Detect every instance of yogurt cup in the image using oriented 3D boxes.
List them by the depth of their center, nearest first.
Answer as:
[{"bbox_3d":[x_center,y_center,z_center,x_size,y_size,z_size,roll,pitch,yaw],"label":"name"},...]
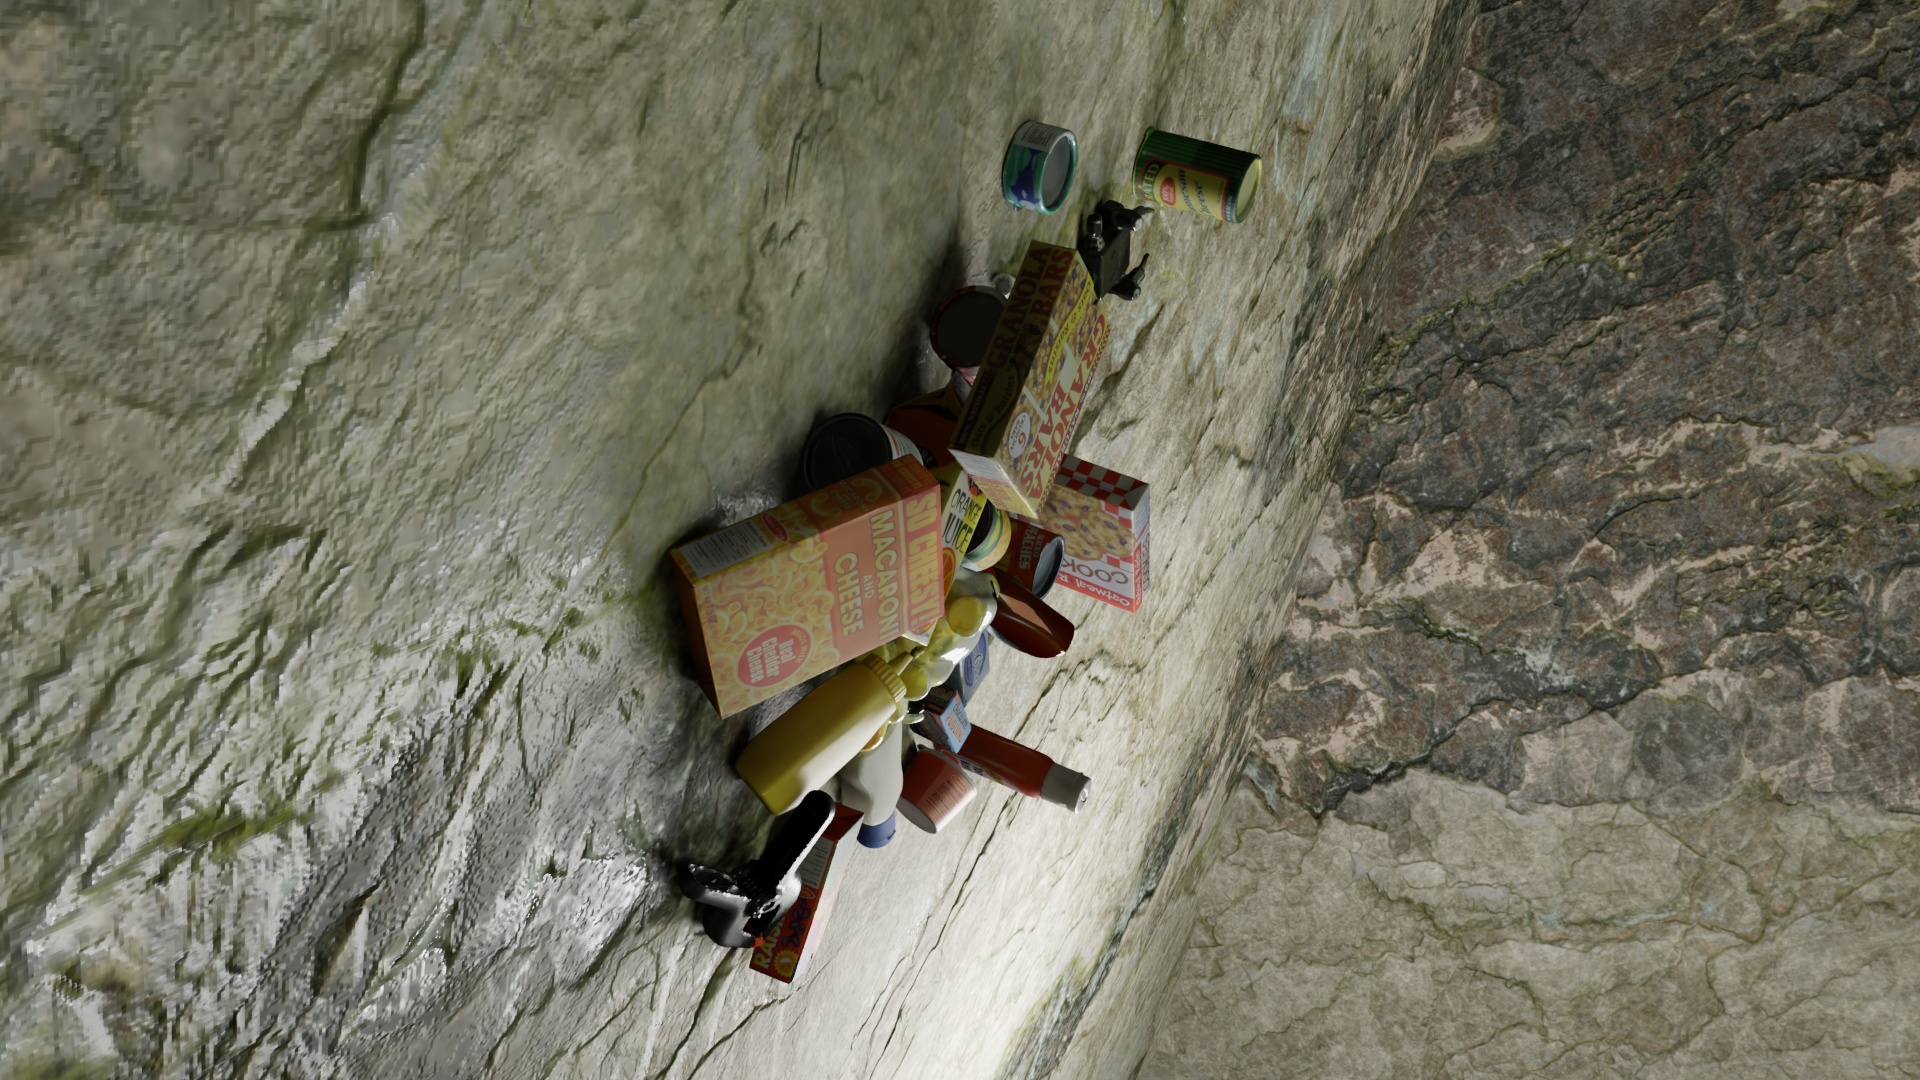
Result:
[{"bbox_3d":[-0.027,0.232,1.277,0.054,0.072,0.072,-48,151,-25],"label":"yogurt cup"}]

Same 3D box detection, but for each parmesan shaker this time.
[{"bbox_3d":[0.220,-0.341,1.292,0.072,0.103,0.071,-49,151,-40],"label":"parmesan shaker"}]

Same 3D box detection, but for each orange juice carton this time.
[{"bbox_3d":[-0.030,-0.028,1.024,0.193,0.073,0.071,-68,158,-5],"label":"orange juice carton"}]

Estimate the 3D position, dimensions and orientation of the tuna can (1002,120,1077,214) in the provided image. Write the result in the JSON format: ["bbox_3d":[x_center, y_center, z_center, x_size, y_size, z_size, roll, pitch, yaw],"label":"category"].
[{"bbox_3d":[0.062,-0.283,1.065,0.071,0.033,0.070,-49,150,-41],"label":"tuna can"}]

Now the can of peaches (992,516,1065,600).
[{"bbox_3d":[0.057,0.015,1.285,0.071,0.058,0.070,-48,150,-40],"label":"can of peaches"}]

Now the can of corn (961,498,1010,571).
[{"bbox_3d":[0.004,-0.014,1.122,0.071,0.071,0.058,-67,159,-7],"label":"can of corn"}]

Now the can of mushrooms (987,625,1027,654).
[{"bbox_3d":[0.058,0.081,1.331,0.033,0.071,0.070,-60,157,-18],"label":"can of mushrooms"}]

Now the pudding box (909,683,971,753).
[{"bbox_3d":[-0.023,0.152,1.231,0.030,0.050,0.083,-58,156,-23],"label":"pudding box"}]

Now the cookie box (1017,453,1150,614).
[{"bbox_3d":[0.118,-0.010,1.317,0.040,0.123,0.166,-56,154,-29],"label":"cookie box"}]

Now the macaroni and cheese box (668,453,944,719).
[{"bbox_3d":[-0.092,0.028,0.878,0.167,0.040,0.123,-24,138,-23],"label":"macaroni and cheese box"}]

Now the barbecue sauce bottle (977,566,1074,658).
[{"bbox_3d":[0.038,0.055,1.227,0.148,0.065,0.044,39,66,-41],"label":"barbecue sauce bottle"}]

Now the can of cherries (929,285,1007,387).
[{"bbox_3d":[0.015,-0.147,1.033,0.071,0.071,0.058,-67,158,-5],"label":"can of cherries"}]

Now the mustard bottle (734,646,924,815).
[{"bbox_3d":[-0.088,0.128,1.002,0.161,0.049,0.065,-40,155,-18],"label":"mustard bottle"}]

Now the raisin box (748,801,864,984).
[{"bbox_3d":[-0.121,0.277,1.104,0.086,0.040,0.123,-18,127,-81],"label":"raisin box"}]

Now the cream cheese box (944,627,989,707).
[{"bbox_3d":[0.004,0.105,1.285,0.054,0.024,0.103,-55,154,-36],"label":"cream cheese box"}]

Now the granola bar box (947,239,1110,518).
[{"bbox_3d":[0.055,-0.113,1.004,0.166,0.039,0.124,-68,157,-12],"label":"granola bar box"}]

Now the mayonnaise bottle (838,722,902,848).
[{"bbox_3d":[-0.075,0.202,1.167,0.065,0.041,0.147,-48,151,-39],"label":"mayonnaise bottle"}]

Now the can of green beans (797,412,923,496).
[{"bbox_3d":[-0.065,-0.048,0.932,0.071,0.071,0.058,-69,159,0],"label":"can of green beans"}]

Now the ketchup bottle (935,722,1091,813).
[{"bbox_3d":[0.051,0.215,1.328,0.043,0.149,0.064,-64,158,-17],"label":"ketchup bottle"}]
